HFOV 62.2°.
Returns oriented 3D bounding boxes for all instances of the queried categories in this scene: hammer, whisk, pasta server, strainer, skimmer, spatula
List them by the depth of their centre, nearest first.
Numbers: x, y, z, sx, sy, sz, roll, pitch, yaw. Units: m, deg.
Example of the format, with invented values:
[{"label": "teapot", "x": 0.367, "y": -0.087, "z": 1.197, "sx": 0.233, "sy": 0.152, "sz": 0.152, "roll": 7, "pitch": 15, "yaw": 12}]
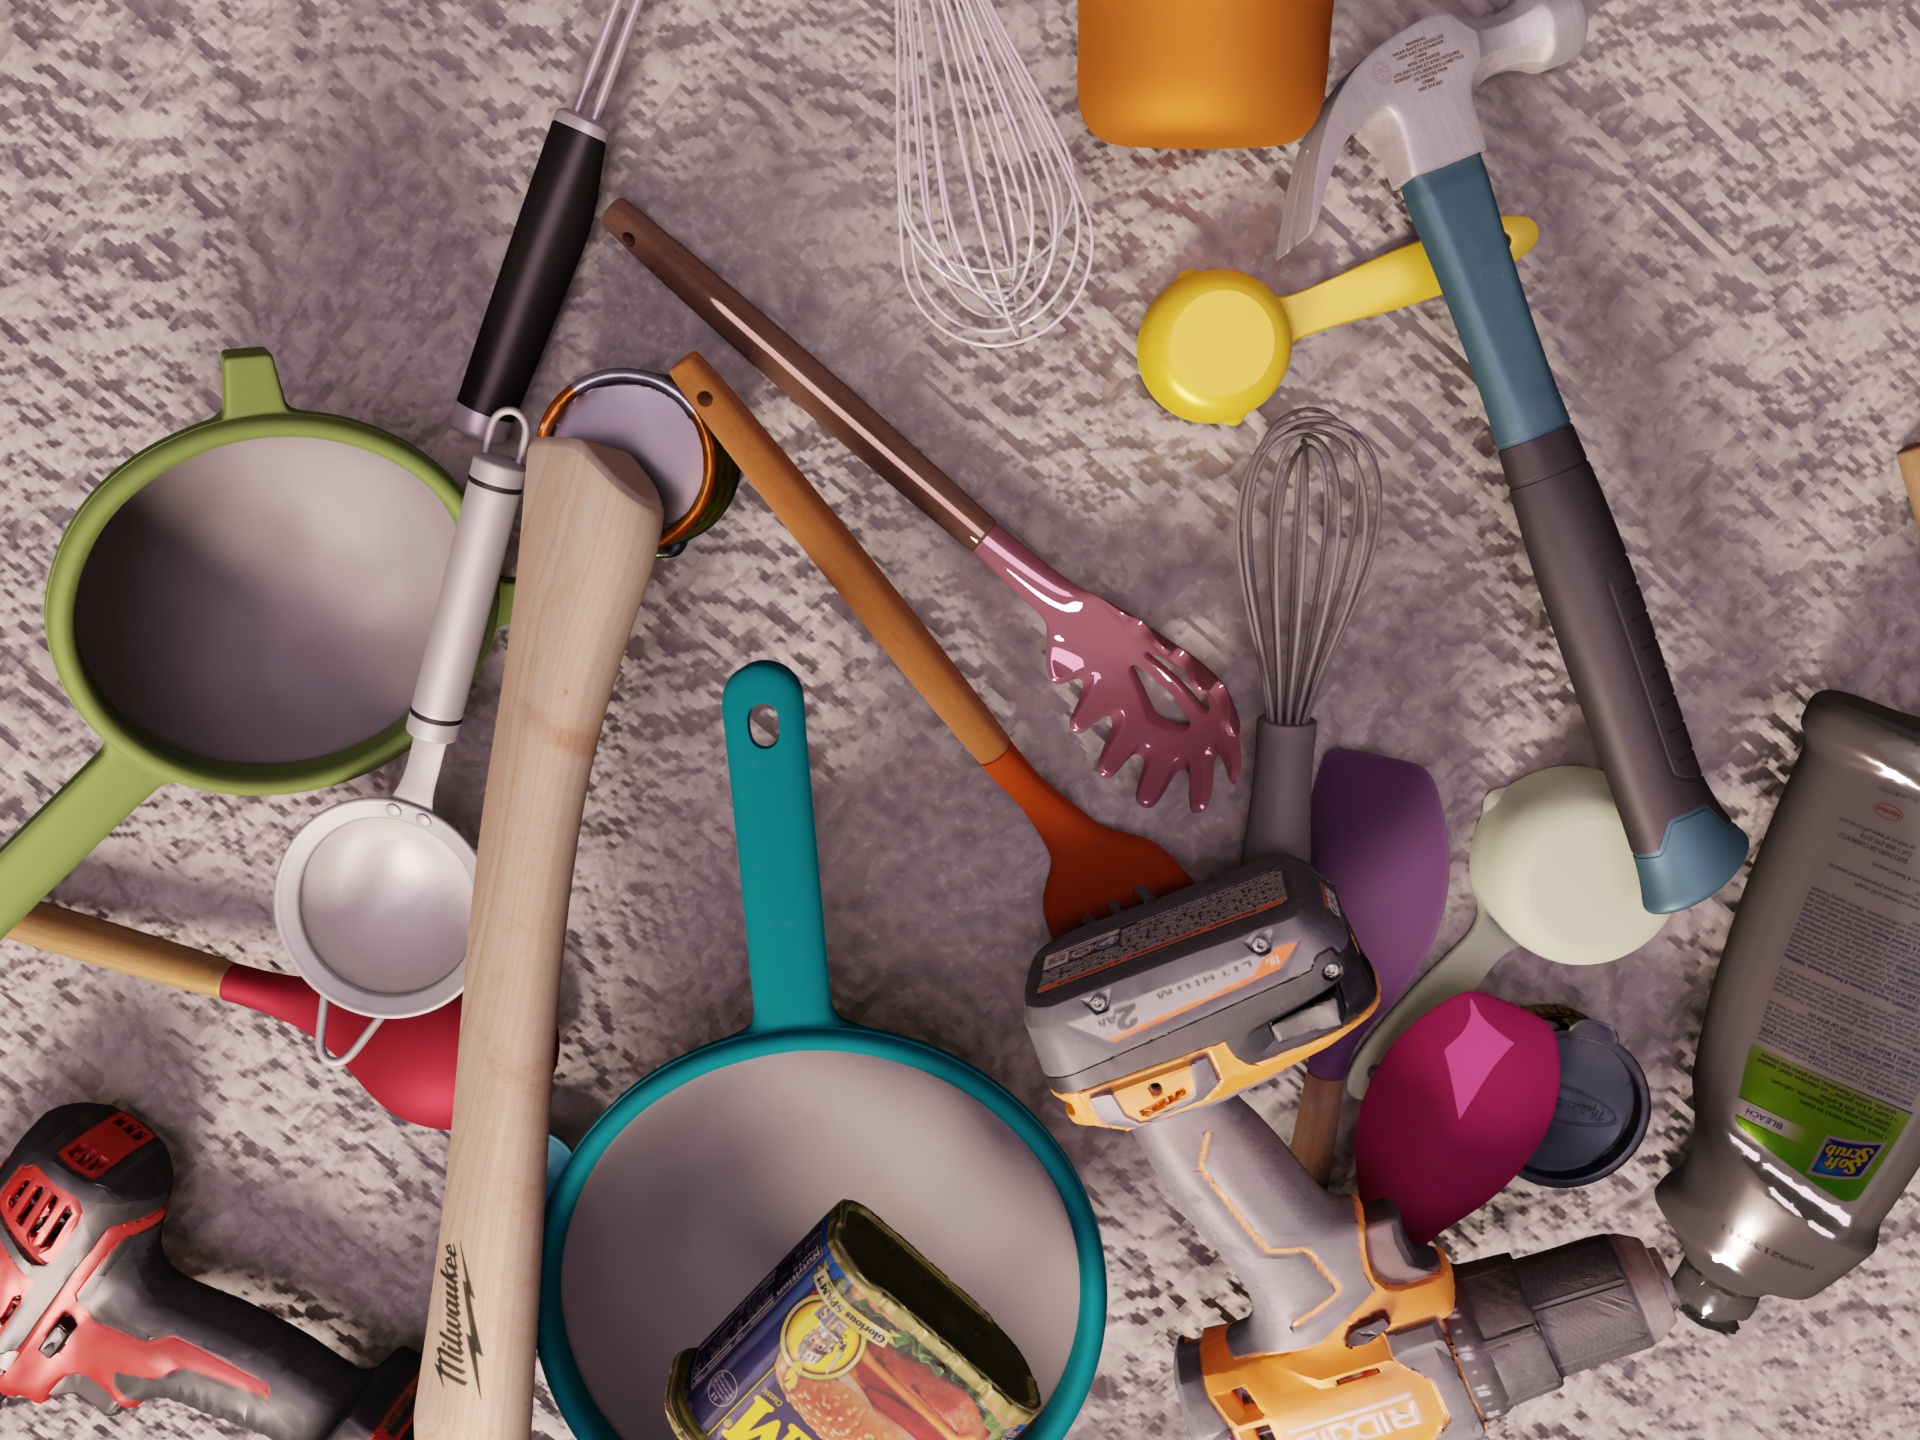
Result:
[{"label": "skimmer", "x": -0.133, "y": -0.274, "z": 0.543, "sx": 0.127, "sy": 0.090, "sz": 0.363, "roll": 33, "pitch": 106, "yaw": 36}, {"label": "hammer", "x": -0.166, "y": 0.107, "z": 0.556, "sx": 0.146, "sy": 0.038, "sz": 0.410, "roll": 8, "pitch": 93, "yaw": 21}, {"label": "whisk", "x": -0.014, "y": -0.273, "z": 0.562, "sx": 0.070, "sy": 0.070, "sz": 0.284, "roll": -14, "pitch": 94, "yaw": 3}, {"label": "hammer", "x": 0.214, "y": -0.090, "z": 0.575, "sx": 0.128, "sy": 0.033, "sz": 0.331, "roll": -21, "pitch": 93, "yaw": -7}, {"label": "strainer", "x": -0.290, "y": -0.015, "z": 0.584, "sx": 0.256, "sy": 0.069, "sz": 0.151, "roll": -45, "pitch": 135, "yaw": 1}, {"label": "strainer", "x": -0.195, "y": 0.008, "z": 0.591, "sx": 0.087, "sy": 0.050, "sz": 0.258, "roll": 20, "pitch": 106, "yaw": 1}, {"label": "spatula", "x": -0.001, "y": -0.002, "z": 0.593, "sx": 0.081, "sy": 0.041, "sz": 0.322, "roll": -32, "pitch": 112, "yaw": 19}, {"label": "pasta server", "x": -0.014, "y": -0.084, "z": 0.601, "sx": 0.316, "sy": 0.040, "sz": 0.060, "roll": 41, "pitch": 130, "yaw": -4}, {"label": "strainer", "x": -0.057, "y": 0.142, "z": 0.611, "sx": 0.211, "sy": 0.095, "sz": 0.340, "roll": -5, "pitch": 98, "yaw": 0}, {"label": "whisk", "x": 0.127, "y": 0.001, "z": 0.612, "sx": 0.055, "sy": 0.055, "sz": 0.239, "roll": 2, "pitch": 105, "yaw": 0}, {"label": "spatula", "x": 0.147, "y": 0.168, "z": 0.648, "sx": 0.060, "sy": 0.018, "sz": 0.316, "roll": 14, "pitch": 102, "yaw": 27}]

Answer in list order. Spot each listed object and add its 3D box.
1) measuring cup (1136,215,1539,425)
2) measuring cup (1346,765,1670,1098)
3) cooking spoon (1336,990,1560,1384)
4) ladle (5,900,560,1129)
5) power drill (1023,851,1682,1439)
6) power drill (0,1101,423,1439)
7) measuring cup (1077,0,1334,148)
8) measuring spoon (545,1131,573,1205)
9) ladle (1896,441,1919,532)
[{"label": "measuring cup", "x": 0.142, "y": -0.156, "z": 0.590, "sx": 0.156, "sy": 0.029, "sz": 0.062, "roll": -19, "pitch": 99, "yaw": 5}, {"label": "measuring cup", "x": 0.213, "y": 0.093, "z": 0.627, "sx": 0.083, "sy": 0.038, "sz": 0.167, "roll": 39, "pitch": 97, "yaw": -6}, {"label": "cooking spoon", "x": 0.154, "y": 0.253, "z": 0.644, "sx": 0.069, "sy": 0.017, "sz": 0.319, "roll": 23, "pitch": 103, "yaw": 5}, {"label": "ladle", "x": -0.315, "y": 0.095, "z": 0.634, "sx": 0.315, "sy": 0.031, "sz": 0.069, "roll": 16, "pitch": 79, "yaw": 2}, {"label": "power drill", "x": 0.141, "y": 0.166, "z": 0.582, "sx": 0.185, "sy": 0.084, "sz": 0.226, "roll": -22, "pitch": 100, "yaw": 12}, {"label": "power drill", "x": -0.331, "y": 0.288, "z": 0.649, "sx": 0.226, "sy": 0.080, "sz": 0.188, "roll": 37, "pitch": 98, "yaw": -3}, {"label": "measuring cup", "x": 0.104, "y": -0.214, "z": 0.516, "sx": 0.095, "sy": 0.174, "sz": 0.052, "roll": -9, "pitch": 111, "yaw": -29}, {"label": "measuring spoon", "x": -0.200, "y": 0.151, "z": 0.656, "sx": 0.042, "sy": 0.021, "sz": 0.128, "roll": -34, "pitch": 89, "yaw": -3}, {"label": "ladle", "x": 0.425, "y": 0.043, "z": 0.610, "sx": 0.078, "sy": 0.062, "sz": 0.320, "roll": -22, "pitch": 96, "yaw": 17}]
